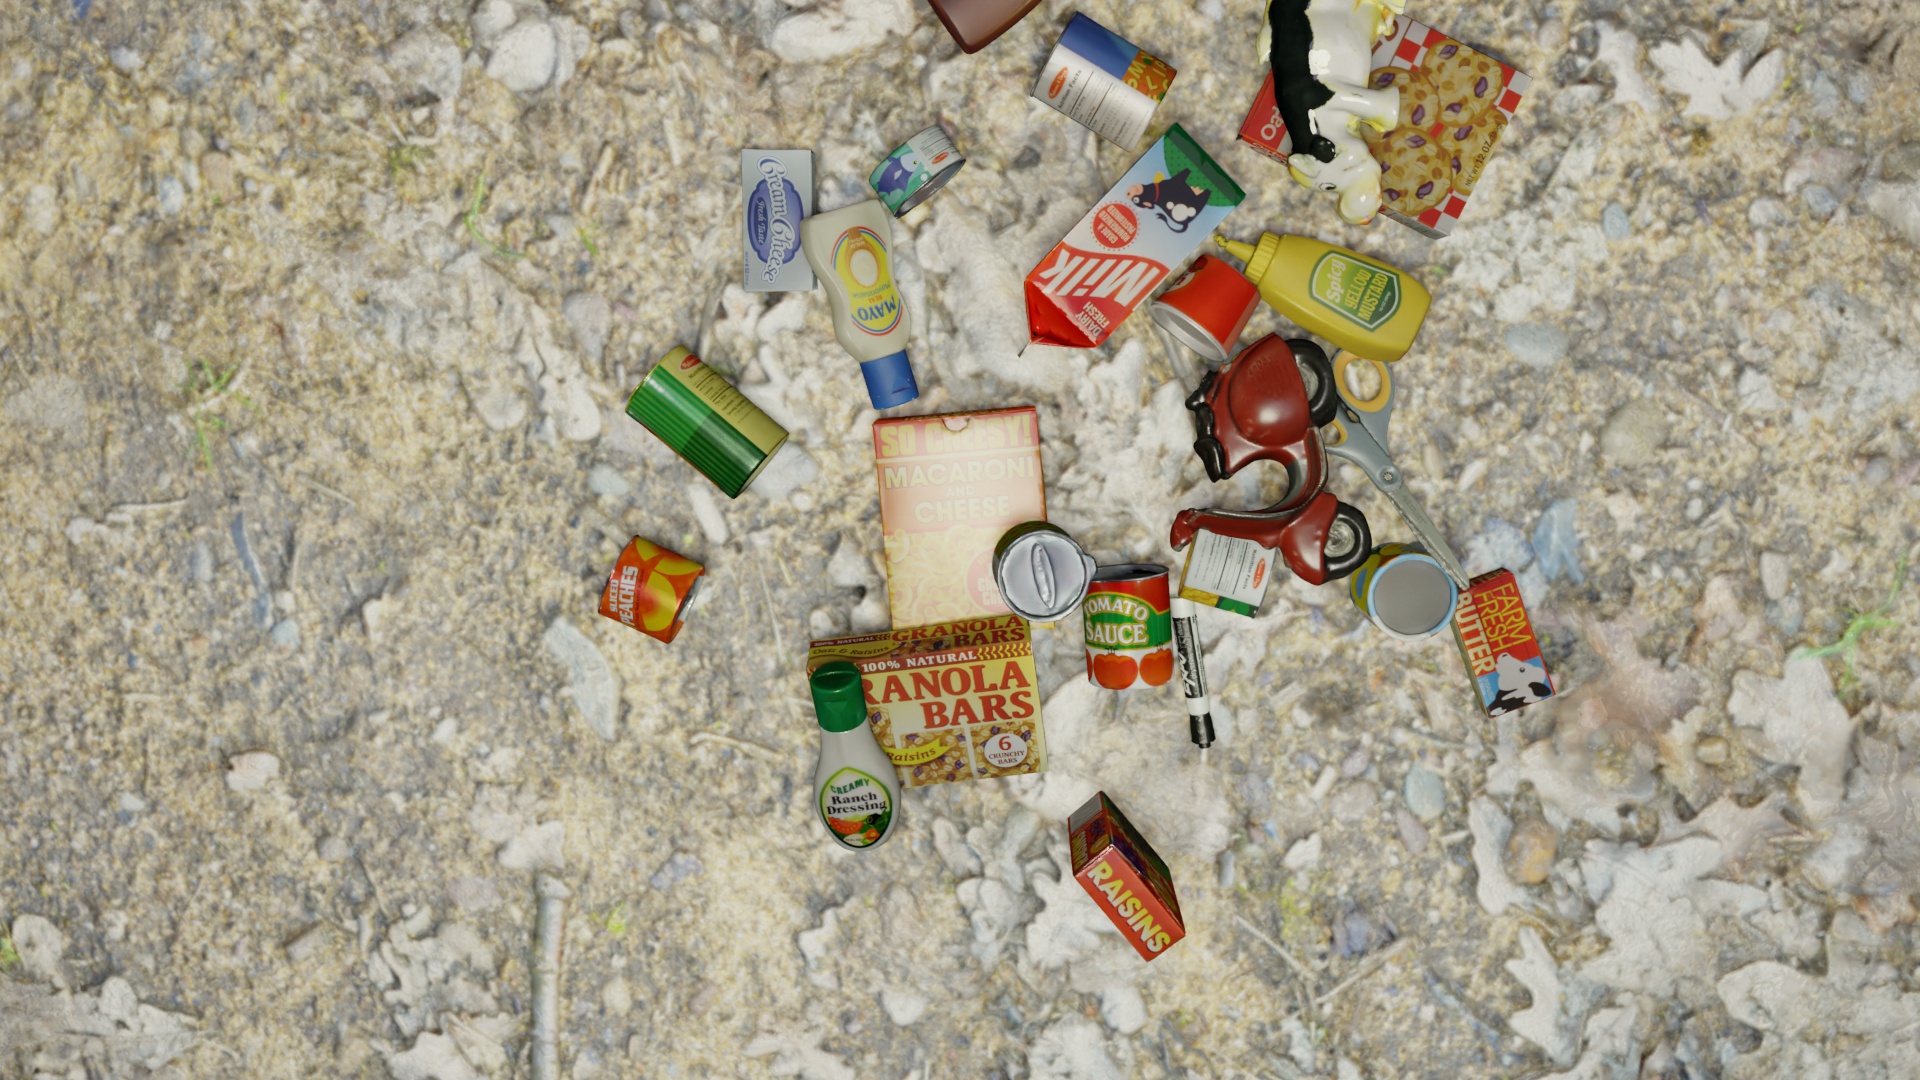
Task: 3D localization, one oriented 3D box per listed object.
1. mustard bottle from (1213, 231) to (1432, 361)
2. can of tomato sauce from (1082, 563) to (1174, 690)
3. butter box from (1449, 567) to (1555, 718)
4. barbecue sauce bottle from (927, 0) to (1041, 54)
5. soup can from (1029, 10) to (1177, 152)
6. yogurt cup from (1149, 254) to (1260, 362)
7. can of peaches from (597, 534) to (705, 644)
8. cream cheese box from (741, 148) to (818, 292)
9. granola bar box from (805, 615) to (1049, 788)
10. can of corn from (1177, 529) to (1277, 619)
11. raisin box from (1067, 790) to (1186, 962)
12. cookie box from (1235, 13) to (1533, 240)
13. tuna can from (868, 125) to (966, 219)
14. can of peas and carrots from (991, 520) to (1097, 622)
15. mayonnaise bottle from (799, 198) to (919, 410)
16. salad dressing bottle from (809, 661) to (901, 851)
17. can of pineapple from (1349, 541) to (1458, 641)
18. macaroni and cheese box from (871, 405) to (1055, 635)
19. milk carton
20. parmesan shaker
[{"bbox_3d":[0.256,-0.185,1.004,0.160,0.048,0.065,24,81,3],"label":"mustard bottle"},{"bbox_3d":[0.124,0.064,1.034,0.071,0.071,0.083,-4,98,3],"label":"can of tomato sauce"},{"bbox_3d":[0.404,0.077,1.047,0.053,0.024,0.103,-21,96,6],"label":"butter box"},{"bbox_3d":[0.047,-0.415,0.988,0.148,0.044,0.065,-36,95,6],"label":"barbecue sauce bottle"},{"bbox_3d":[0.103,-0.327,0.987,0.084,0.071,0.071,29,98,-3],"label":"soup can"},{"bbox_3d":[0.180,-0.170,1.005,0.072,0.072,0.054,38,90,-3],"label":"yogurt cup"},{"bbox_3d":[-0.232,0.038,1.044,0.058,0.071,0.071,25,98,-2],"label":"can of peaches"},{"bbox_3d":[-0.134,-0.236,1.028,0.053,0.024,0.103,0,98,1],"label":"cream cheese box"},{"bbox_3d":[-0.023,0.124,1.043,0.165,0.039,0.123,-7,120,4],"label":"granola bar box"},{"bbox_3d":[0.197,0.019,1.028,0.058,0.071,0.071,16,98,6],"label":"can of corn"},{"bbox_3d":[0.122,0.247,1.031,0.040,0.123,0.086,-39,94,7],"label":"raisin box"},{"bbox_3d":[0.300,-0.308,0.993,0.167,0.040,0.122,26,98,-1],"label":"cookie box"},{"bbox_3d":[-0.033,-0.265,1.001,0.071,0.071,0.033,-37,94,7],"label":"tuna can"},{"bbox_3d":[0.059,0.020,0.997,0.071,0.059,0.071,0,98,-3],"label":"can of peas and carrots"},{"bbox_3d":[-0.068,-0.171,1.019,0.065,0.041,0.147,-22,103,-21],"label":"mayonnaise bottle"},{"bbox_3d":[-0.081,0.158,1.013,0.064,0.044,0.147,-6,119,3],"label":"salad dressing bottle"},{"bbox_3d":[0.328,0.036,1.028,0.071,0.058,0.071,0,97,2],"label":"can of pineapple"},{"bbox_3d":[0.004,-0.013,1.043,0.124,0.040,0.166,-5,98,2],"label":"macaroni and cheese box"},{"bbox_3d":[0.108,-0.201,0.999,0.073,0.072,0.190,44,97,-4],"label":"milk carton"},{"bbox_3d":[-0.188,-0.086,1.026,0.103,0.071,0.071,40,98,-3],"label":"parmesan shaker"}]
